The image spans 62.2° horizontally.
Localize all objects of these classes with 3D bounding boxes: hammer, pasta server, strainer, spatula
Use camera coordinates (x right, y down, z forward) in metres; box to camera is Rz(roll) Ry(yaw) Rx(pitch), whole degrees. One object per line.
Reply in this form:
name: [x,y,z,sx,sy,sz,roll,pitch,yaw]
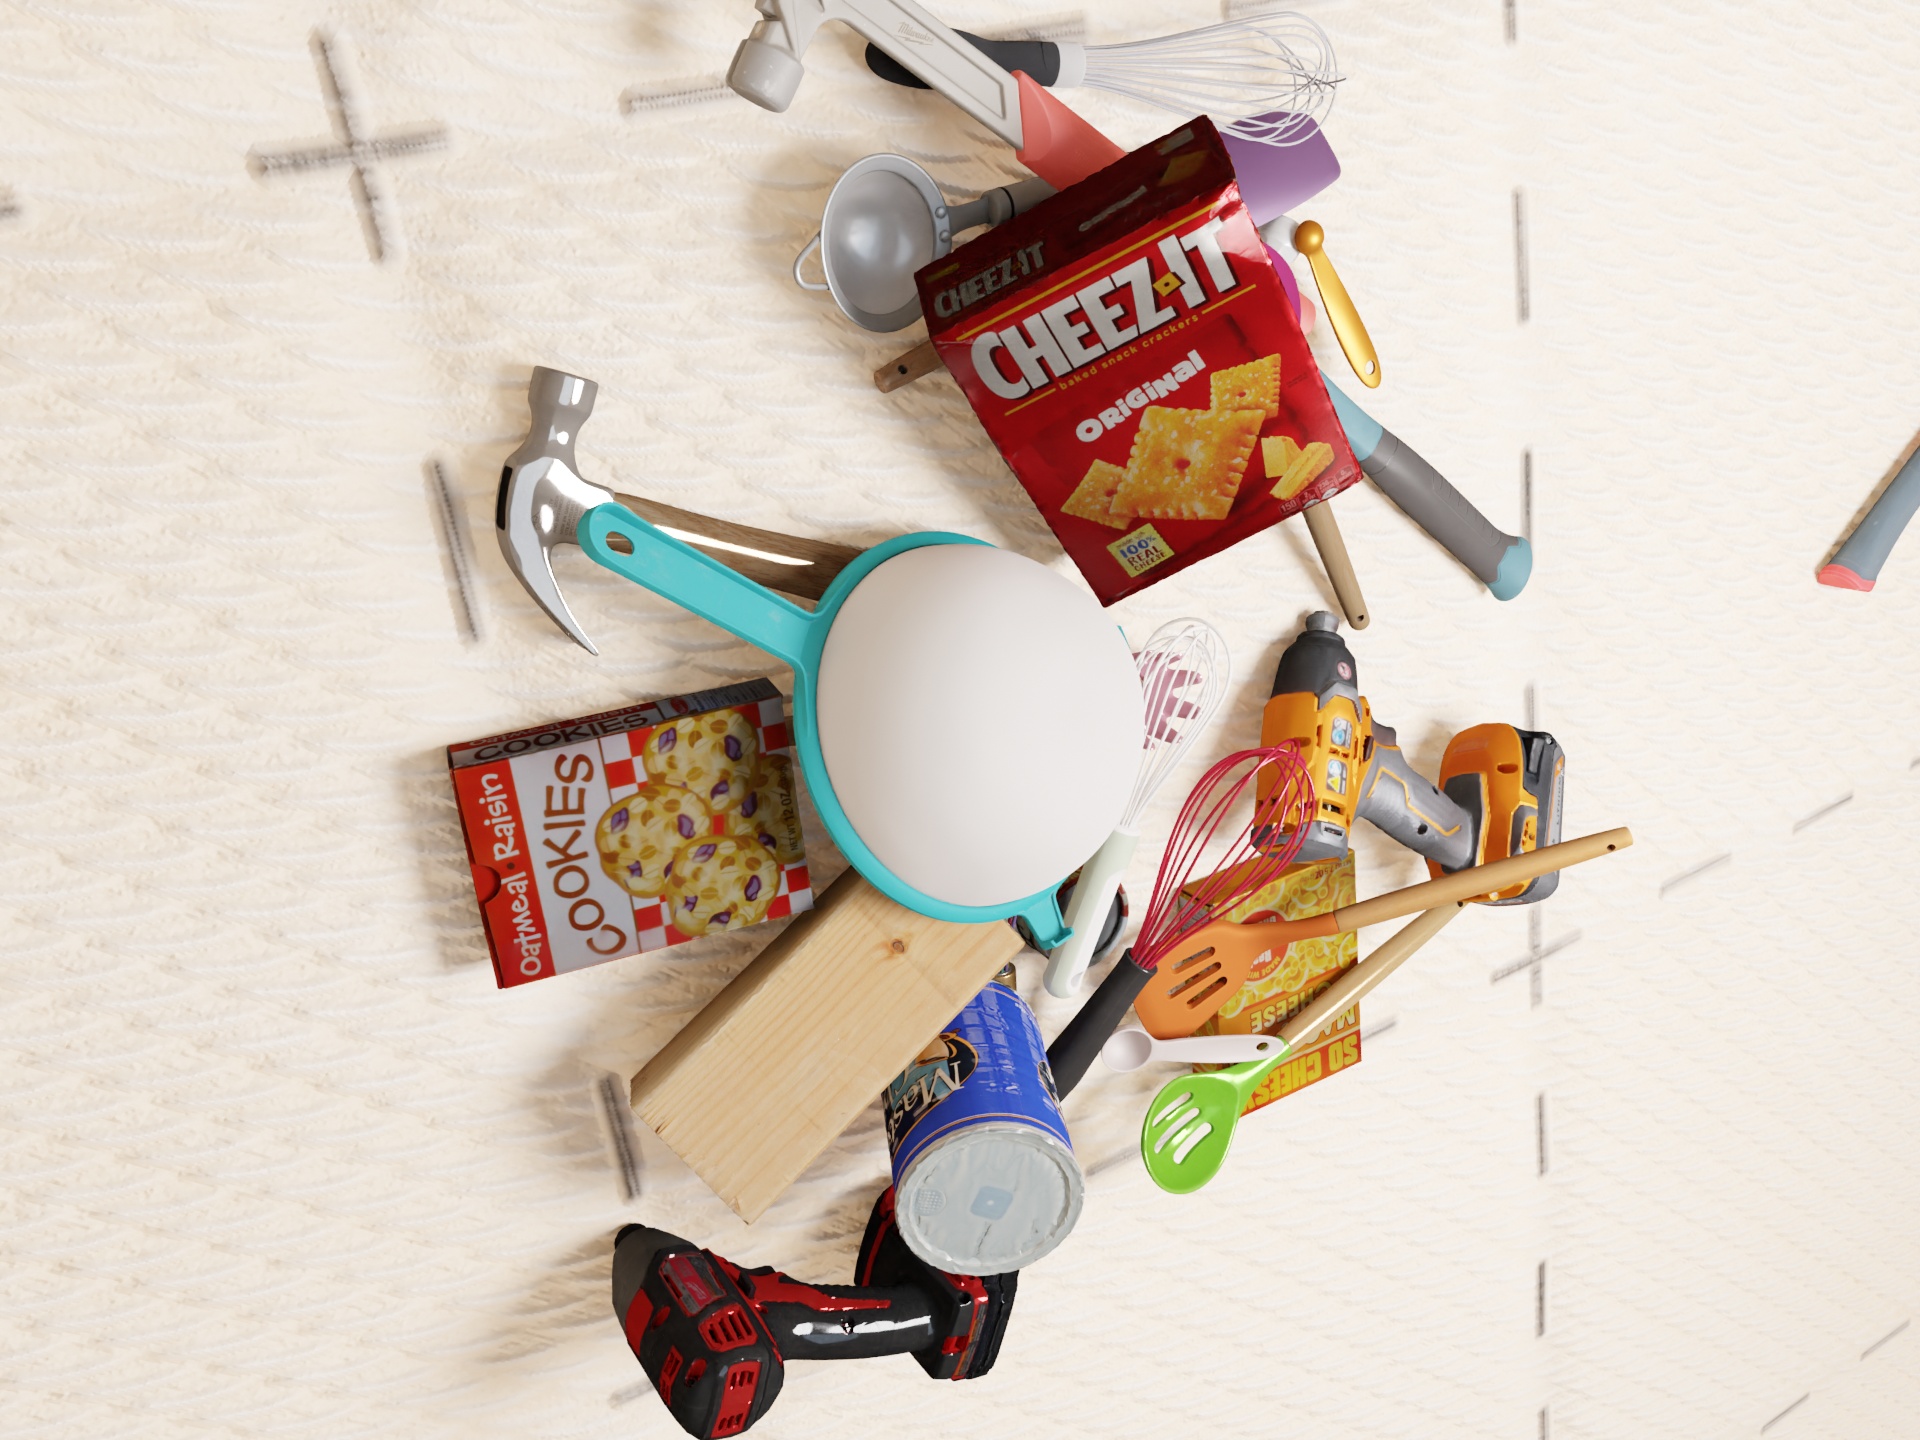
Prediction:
hammer: [0.061,-0.295,0.806,0.358,0.037,0.149,24,98,-35]
pasta server: [-0.001,-0.003,0.910,0.316,0.040,0.060,-6,100,-27]
strainer: [-0.021,-0.029,0.782,0.340,0.095,0.211,28,65,-33]
spatula: [0.084,-0.261,0.887,0.316,0.018,0.060,-33,94,-16]
hammer: [0.820,-0.265,1.298,0.386,0.038,0.143,-50,121,-7]
hammer: [0.268,-0.171,1.014,0.330,0.033,0.128,31,88,-33]
strainer: [0.011,-0.266,0.834,0.258,0.050,0.086,-25,121,-28]
hammer: [-0.082,-0.078,0.844,0.331,0.031,0.130,12,99,-32]
spatula: [0.262,0.126,1.001,0.322,0.041,0.081,-19,116,11]

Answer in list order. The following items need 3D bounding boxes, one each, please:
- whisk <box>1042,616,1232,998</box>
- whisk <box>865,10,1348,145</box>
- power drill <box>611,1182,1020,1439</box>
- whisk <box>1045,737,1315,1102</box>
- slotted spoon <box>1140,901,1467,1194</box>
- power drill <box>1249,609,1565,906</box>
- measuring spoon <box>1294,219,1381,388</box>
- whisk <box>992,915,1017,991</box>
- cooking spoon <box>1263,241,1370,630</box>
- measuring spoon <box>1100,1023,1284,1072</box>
whisk: [0.098,0.055,0.934,0.057,0.059,0.246,-3,116,-55]
whisk: [0.083,-0.347,0.843,0.284,0.070,0.070,-6,108,-23]
power drill: [-0.089,0.327,0.910,0.219,0.143,0.078,5,107,-37]
whisk: [0.120,0.130,0.959,0.073,0.073,0.295,19,114,-33]
slotted spoon: [0.236,0.204,1.066,0.314,0.031,0.070,-34,101,-20]
power drill: [0.293,0.029,1.050,0.226,0.084,0.164,17,73,-27]
measuring spoon: [0.227,-0.245,0.942,0.021,0.011,0.116,-43,121,-14]
whisk: [0.026,0.132,0.966,0.047,0.051,0.244,-17,116,-31]
cooking spoon: [0.199,-0.155,0.940,0.069,0.017,0.318,-27,136,9]
measuring spoon: [0.148,0.207,1.021,0.124,0.018,0.034,2,116,-13]
